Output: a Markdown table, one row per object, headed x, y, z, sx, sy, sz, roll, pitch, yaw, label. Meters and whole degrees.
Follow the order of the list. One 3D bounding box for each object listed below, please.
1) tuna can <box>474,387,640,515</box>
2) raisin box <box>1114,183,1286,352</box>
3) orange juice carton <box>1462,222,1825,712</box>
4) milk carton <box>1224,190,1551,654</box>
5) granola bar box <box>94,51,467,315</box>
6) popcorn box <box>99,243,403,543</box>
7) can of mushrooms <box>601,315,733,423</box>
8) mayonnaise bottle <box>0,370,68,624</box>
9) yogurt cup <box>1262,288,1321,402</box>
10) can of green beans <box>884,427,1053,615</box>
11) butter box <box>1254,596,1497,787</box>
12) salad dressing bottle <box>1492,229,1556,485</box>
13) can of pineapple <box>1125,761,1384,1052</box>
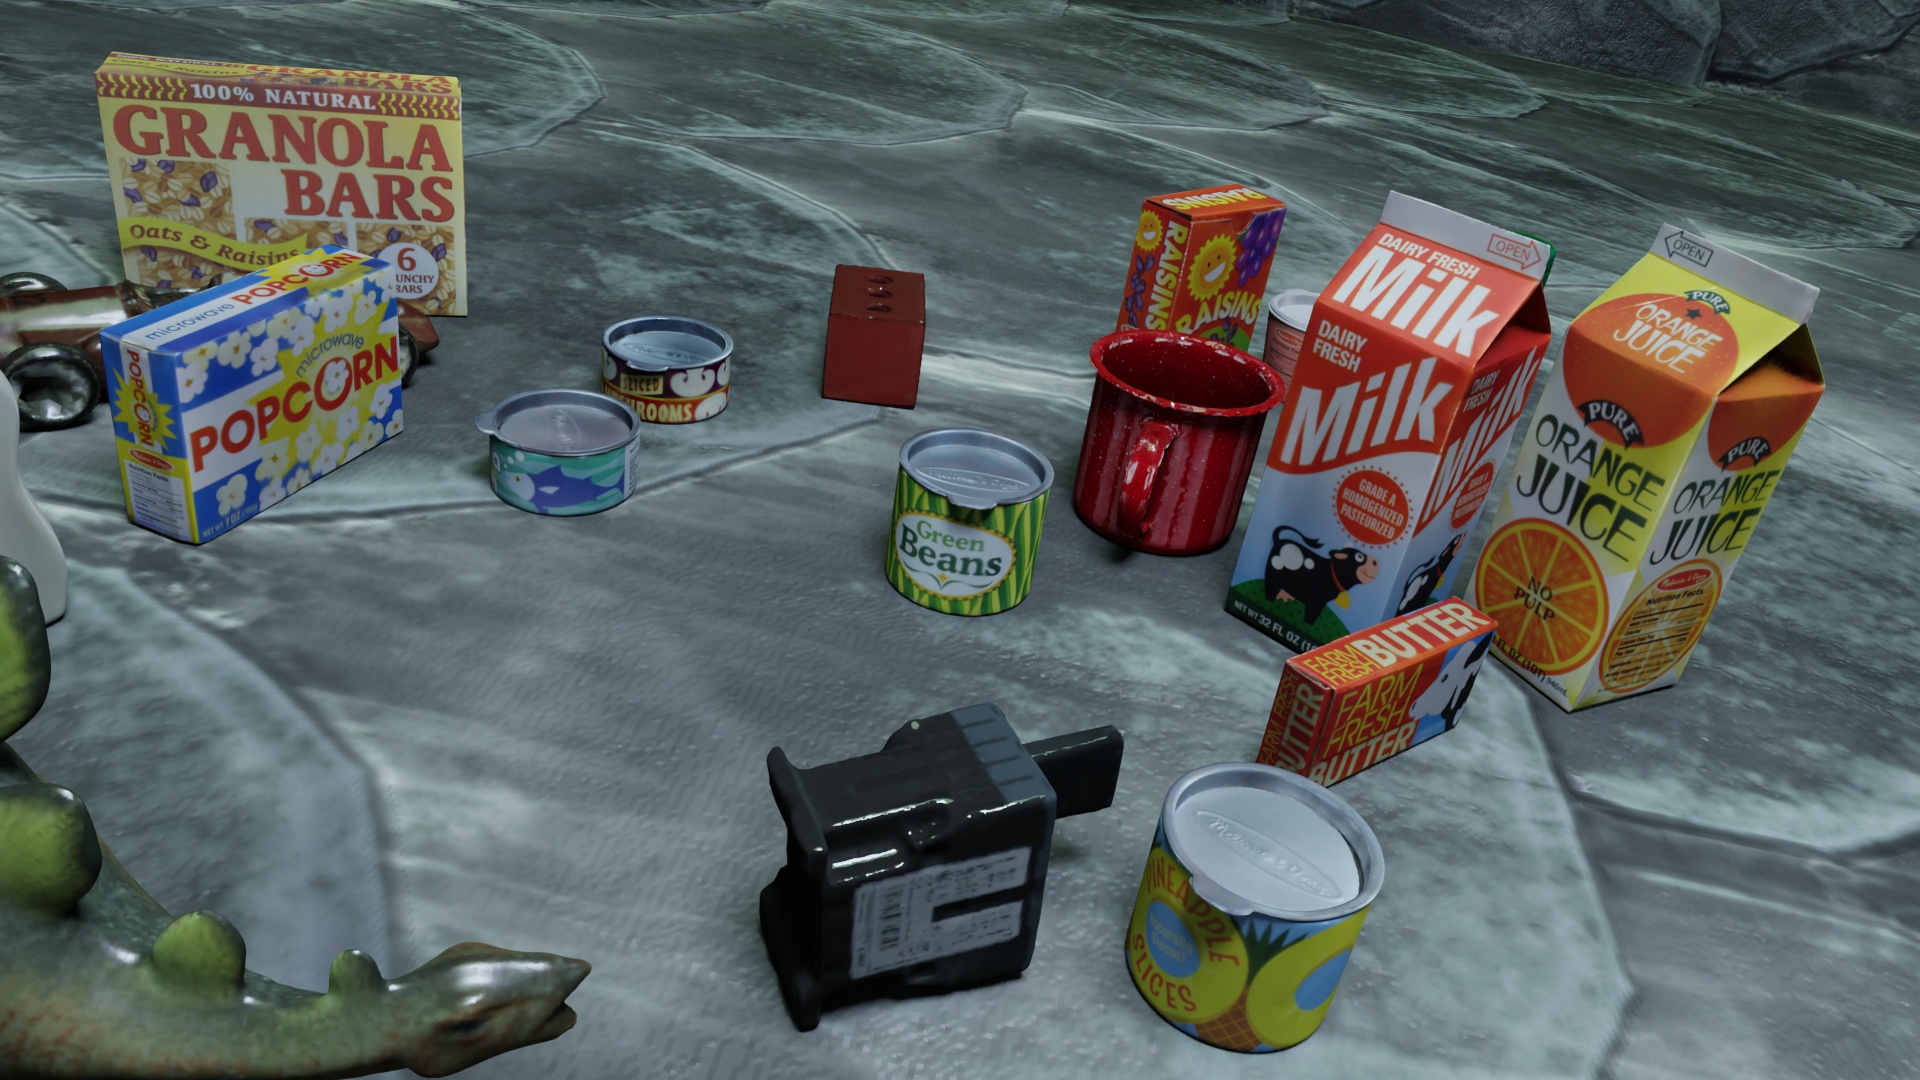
| x | y | z | sx | sy | sz | roll | pitch | yaw | label |
| --- | --- | --- | --- | --- | --- | --- | --- | --- | --- |
| -0.181 | -0.040 | 0.626 | 0.071 | 0.032 | 0.071 | 7 | 30 | -4 | tuna can |
| 0.131 | -0.133 | 0.784 | 0.086 | 0.122 | 0.040 | -18 | 40 | -39 | raisin box |
| 0.287 | -0.029 | 0.583 | 0.073 | 0.191 | 0.072 | -8 | 34 | -28 | orange juice carton |
| 0.180 | -0.043 | 0.579 | 0.072 | 0.189 | 0.074 | 32 | 37 | 34 | milk carton |
| -0.348 | -0.184 | 0.731 | 0.166 | 0.123 | 0.039 | -1 | 32 | -18 | granola bar box |
| -0.292 | -0.065 | 0.584 | 0.038 | 0.084 | 0.127 | 16 | 31 | 12 | popcorn box |
| -0.152 | -0.088 | 0.714 | 0.071 | 0.033 | 0.071 | 7 | 30 | -4 | can of mushrooms |
| -0.339 | -0.032 | 0.452 | 0.041 | 0.147 | 0.065 | 30 | 36 | 32 | mayonnaise bottle |
| 0.215 | -0.114 | 0.845 | 0.072 | 0.053 | 0.073 | 7 | 30 | -4 | yogurt cup |
| 0.003 | -0.009 | 0.600 | 0.071 | 0.057 | 0.071 | 7 | 30 | -4 | can of green beans |
| 0.161 | 0.059 | 0.535 | 0.104 | 0.052 | 0.024 | -14 | 37 | -35 | butter box |
| 0.263 | -0.084 | 0.715 | 0.044 | 0.146 | 0.064 | -5 | 33 | -24 | salad dressing bottle |
| 0.086 | 0.111 | 0.421 | 0.071 | 0.057 | 0.071 | 7 | 30 | -4 | can of pineapple |
